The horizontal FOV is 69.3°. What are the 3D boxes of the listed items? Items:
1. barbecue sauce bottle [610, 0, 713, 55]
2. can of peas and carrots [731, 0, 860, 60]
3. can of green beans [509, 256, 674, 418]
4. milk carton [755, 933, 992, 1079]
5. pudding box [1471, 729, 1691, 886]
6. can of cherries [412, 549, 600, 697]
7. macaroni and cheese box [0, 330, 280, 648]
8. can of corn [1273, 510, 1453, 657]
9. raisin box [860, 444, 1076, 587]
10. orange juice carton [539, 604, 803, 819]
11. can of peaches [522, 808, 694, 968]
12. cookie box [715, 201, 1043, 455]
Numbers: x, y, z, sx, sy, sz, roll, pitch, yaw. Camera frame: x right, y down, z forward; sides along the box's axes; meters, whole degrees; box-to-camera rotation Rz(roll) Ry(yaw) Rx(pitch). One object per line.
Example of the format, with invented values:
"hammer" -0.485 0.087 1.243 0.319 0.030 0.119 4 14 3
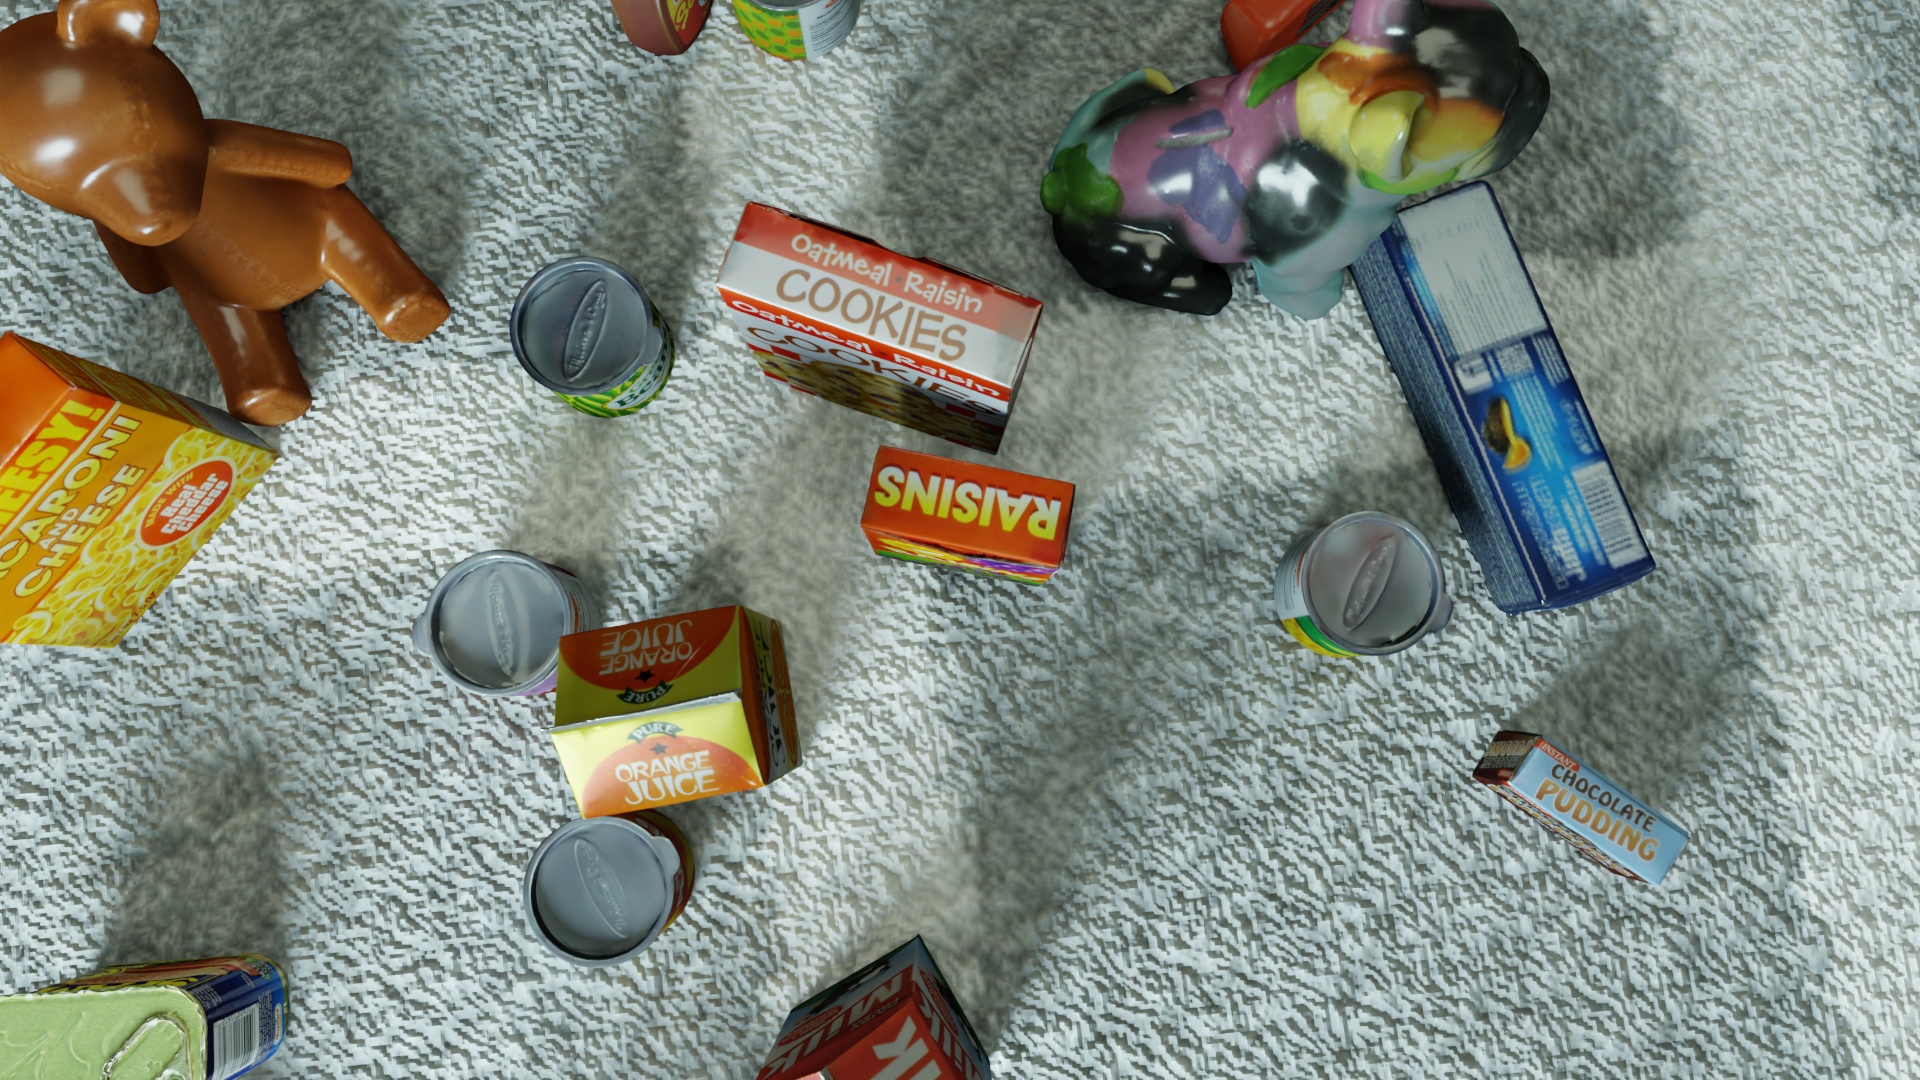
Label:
"barbecue sauce bottle" -0.148 -0.285 0.643 0.044 0.148 0.065 14 84 1
"can of peas and carrots" -0.086 -0.283 0.689 0.071 0.058 0.071 0 84 -1
"can of green beans" -0.174 -0.096 0.666 0.071 0.058 0.071 0 84 -1
"milk carton" -0.032 0.224 0.565 0.073 0.190 0.072 -30 85 -4
"pudding box" 0.291 0.125 0.654 0.084 0.049 0.030 35 84 3
"can of cherries" -0.210 0.040 0.649 0.071 0.058 0.071 0 84 -1
"macaroni and cheese box" -0.386 -0.014 0.598 0.040 0.166 0.124 38 85 3
"can of corn" 0.190 0.024 0.659 0.071 0.058 0.071 0 84 -1
"raisin box" 0.002 -0.008 0.626 0.086 0.123 0.040 12 84 0
"orange juice carton" -0.115 0.070 0.580 0.072 0.192 0.073 -9 84 -2
"can of peaches" -0.157 0.156 0.637 0.071 0.058 0.071 0 84 -1
"cookie box" -0.032 -0.087 0.613 0.123 0.167 0.040 19 84 1
